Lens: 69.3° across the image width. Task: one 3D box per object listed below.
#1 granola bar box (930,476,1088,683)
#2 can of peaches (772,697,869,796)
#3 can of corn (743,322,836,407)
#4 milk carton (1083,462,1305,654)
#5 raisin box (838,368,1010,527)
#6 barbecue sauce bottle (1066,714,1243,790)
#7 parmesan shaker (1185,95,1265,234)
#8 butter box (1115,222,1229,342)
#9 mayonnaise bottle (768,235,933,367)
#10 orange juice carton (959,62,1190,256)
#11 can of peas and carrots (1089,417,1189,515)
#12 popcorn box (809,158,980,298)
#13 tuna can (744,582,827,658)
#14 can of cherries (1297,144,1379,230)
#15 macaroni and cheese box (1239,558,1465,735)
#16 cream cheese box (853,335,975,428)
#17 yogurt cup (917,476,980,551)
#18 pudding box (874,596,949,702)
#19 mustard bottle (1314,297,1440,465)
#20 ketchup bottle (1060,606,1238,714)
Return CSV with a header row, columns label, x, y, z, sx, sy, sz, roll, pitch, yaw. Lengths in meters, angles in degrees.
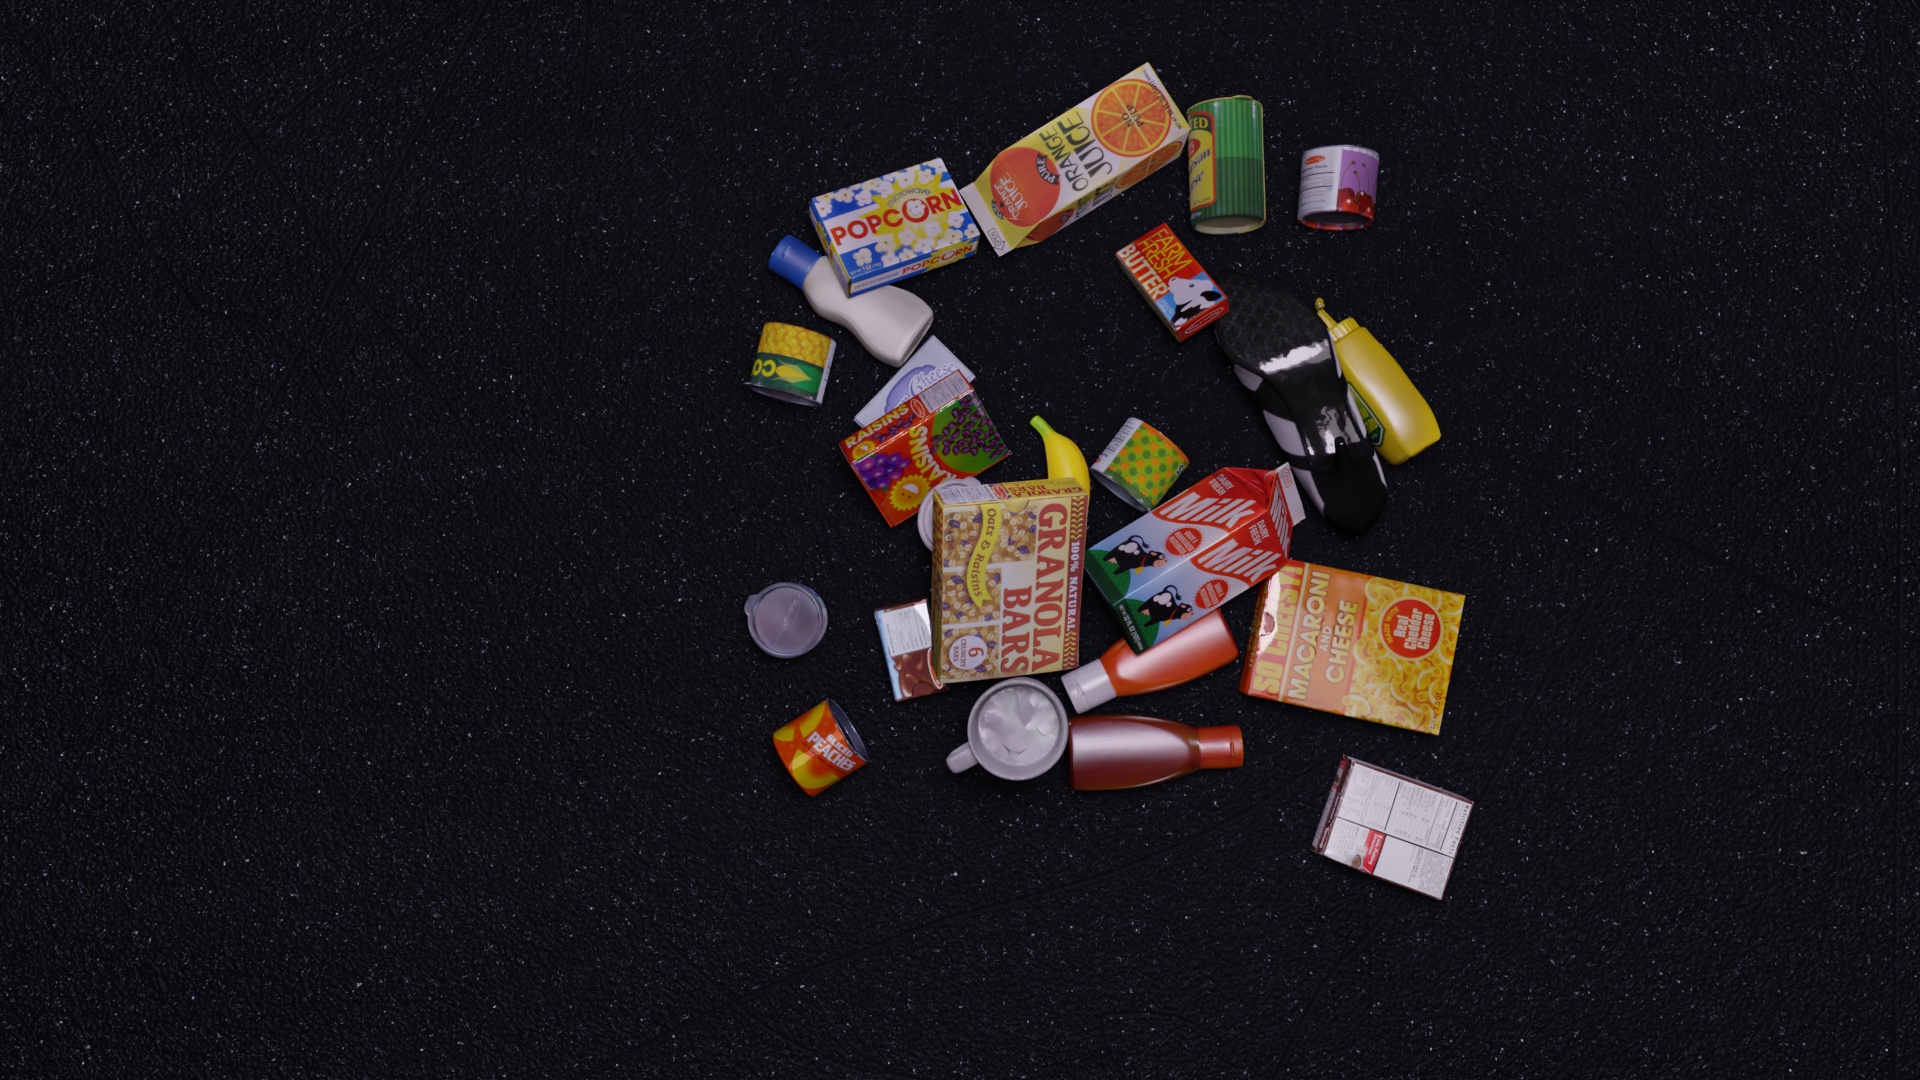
label,x,y,z,sx,sy,sz,roll,pitch,yaw
granola bar box,0.039,0.035,1.161,0.124,0.039,0.164,-5,115,-14
can of peaches,-0.120,0.178,1.192,0.058,0.071,0.071,-32,86,1
can of corn,-0.149,-0.154,1.214,0.071,0.071,0.058,14,87,3
milk carton,0.205,0.006,1.177,0.191,0.072,0.074,-31,41,-2
raisin box,-0.030,-0.078,1.198,0.123,0.085,0.040,-32,43,0
barbecue sauce bottle,0.167,0.181,1.196,0.149,0.043,0.065,-3,90,1
parmesan shaker,0.232,-0.326,1.210,0.071,0.071,0.103,-1,87,2
butter box,0.184,-0.226,1.210,0.053,0.024,0.104,-32,61,1
mayonnaise bottle,-0.100,-0.217,1.231,0.148,0.041,0.065,34,81,5
orange juice carton,0.098,-0.327,1.214,0.193,0.073,0.072,-32,86,0
can of peas and carrots,0.157,-0.063,1.201,0.071,0.071,0.059,37,88,3
popcorn box,-0.058,-0.273,1.212,0.127,0.038,0.085,-22,75,-15
tuna can,-0.153,0.069,1.219,0.071,0.033,0.071,0,87,2
can of cherries,0.331,-0.306,1.210,0.071,0.071,0.058,5,87,2
macaroni and cheese box,0.337,0.089,1.198,0.166,0.040,0.123,12,86,2
cream cheese box,-0.040,-0.126,1.231,0.053,0.024,0.104,43,89,4
yogurt cup,0.004,-0.015,1.200,0.072,0.054,0.072,-5,77,25
pudding box,-0.042,0.095,1.215,0.050,0.030,0.083,-14,86,0
mustard bottle,0.350,-0.141,1.202,0.049,0.065,0.160,-32,80,-5
ketchup bottle,0.161,0.103,1.201,0.149,0.043,0.065,-25,79,1
